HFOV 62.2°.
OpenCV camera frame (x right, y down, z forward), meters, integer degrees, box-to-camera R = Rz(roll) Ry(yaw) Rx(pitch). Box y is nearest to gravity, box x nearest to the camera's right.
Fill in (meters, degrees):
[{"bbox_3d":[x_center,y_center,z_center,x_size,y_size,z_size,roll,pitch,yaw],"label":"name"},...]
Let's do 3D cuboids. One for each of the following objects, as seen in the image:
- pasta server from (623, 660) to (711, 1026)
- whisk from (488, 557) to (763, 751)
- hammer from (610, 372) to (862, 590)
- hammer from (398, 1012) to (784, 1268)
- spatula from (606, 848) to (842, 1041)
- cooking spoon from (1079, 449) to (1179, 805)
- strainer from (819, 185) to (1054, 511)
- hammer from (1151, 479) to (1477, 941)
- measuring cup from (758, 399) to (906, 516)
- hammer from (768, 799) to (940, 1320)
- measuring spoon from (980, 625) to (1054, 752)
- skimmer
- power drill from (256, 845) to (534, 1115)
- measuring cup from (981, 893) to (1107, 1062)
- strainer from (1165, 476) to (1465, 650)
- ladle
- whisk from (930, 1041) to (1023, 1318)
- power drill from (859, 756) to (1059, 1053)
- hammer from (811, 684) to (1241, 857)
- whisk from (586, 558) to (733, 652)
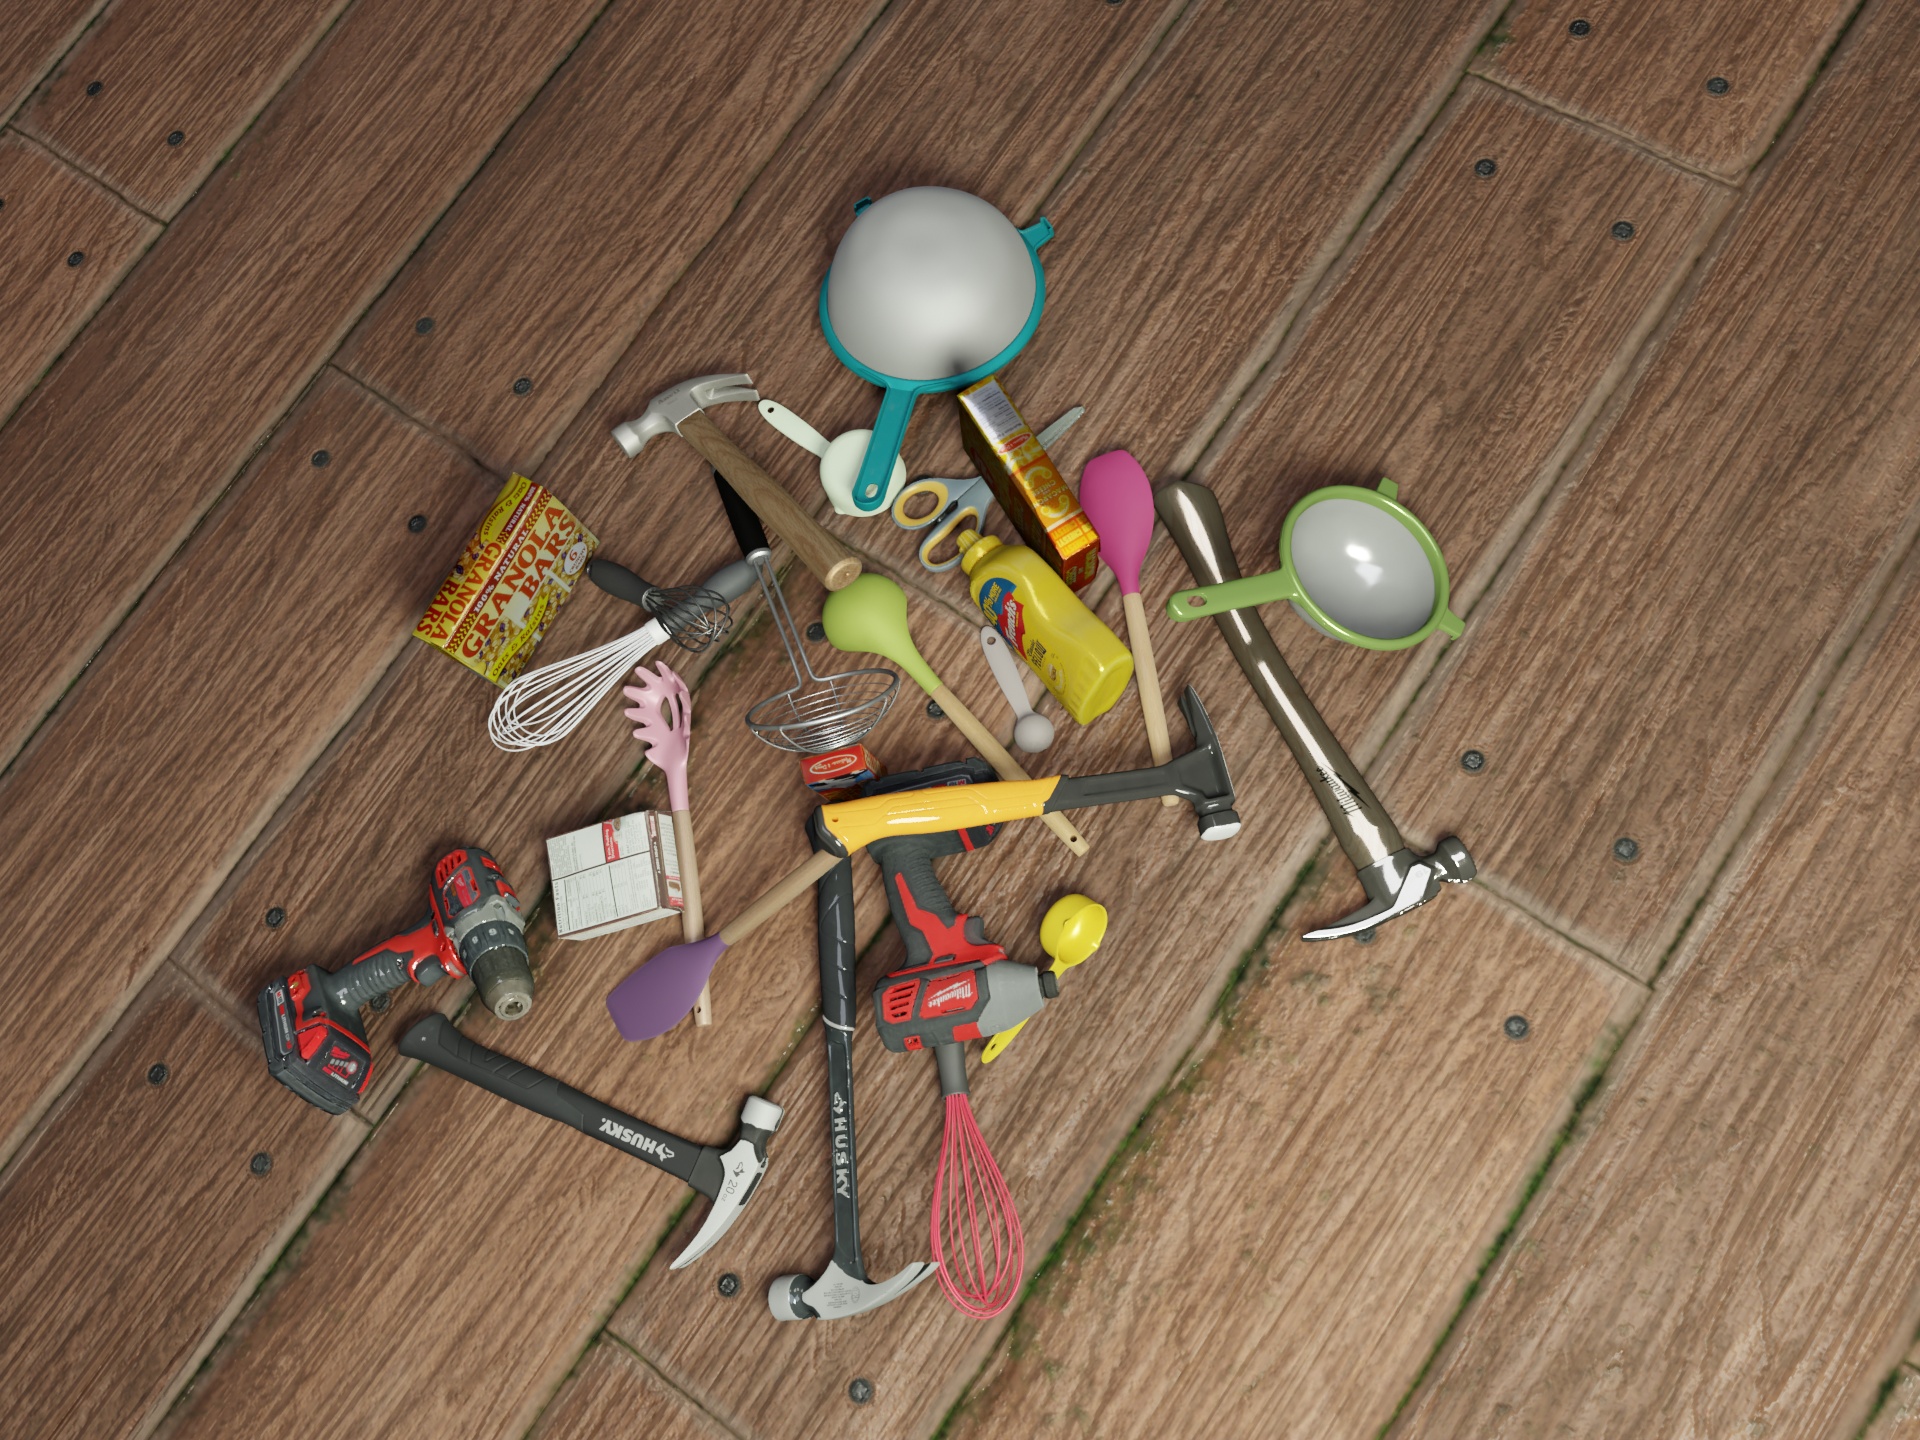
[{"bbox_3d":[-0.242,0.104,1.365,0.060,0.040,0.316,-16,73,22],"label":"pasta server"},{"bbox_3d":[-0.295,-0.062,1.416,0.284,0.070,0.070,-34,71,-5],"label":"whisk"},{"bbox_3d":[-0.182,-0.211,1.393,0.130,0.031,0.332,-38,51,-9],"label":"hammer"},{"bbox_3d":[-0.321,0.327,1.316,0.335,0.035,0.146,20,78,15],"label":"hammer"},{"bbox_3d":[-0.173,0.166,1.300,0.316,0.018,0.060,-39,70,17],"label":"spatula"},{"bbox_3d":[0.150,-0.083,1.354,0.069,0.017,0.319,-17,73,27],"label":"cooking spoon"},{"bbox_3d":[-0.047,-0.350,1.409,0.211,0.095,0.341,10,67,11],"label":"strainer"},{"bbox_3d":[0.256,-0.020,1.315,0.146,0.038,0.411,-27,71,3],"label":"hammer"},{"bbox_3d":[-0.124,-0.252,1.445,0.168,0.038,0.083,37,83,16],"label":"measuring cup"},{"bbox_3d":[-0.094,0.261,1.276,0.149,0.036,0.409,-18,65,33],"label":"hammer"},{"bbox_3d":[0.044,-0.030,1.363,0.034,0.018,0.124,-25,71,2],"label":"measuring spoon"},{"bbox_3d":[-0.156,-0.114,1.344,0.127,0.090,0.364,-18,56,-10],"label":"skimmer"},{"bbox_3d":[-0.457,0.225,1.317,0.226,0.080,0.188,-37,44,-3],"label":"power drill"},{"bbox_3d":[0.059,0.205,1.276,0.029,0.062,0.156,35,86,40],"label":"measuring cup"},{"bbox_3d":[0.271,-0.102,1.286,0.256,0.069,0.152,-13,70,-21],"label":"strainer"},{"bbox_3d":[-0.002,-0.004,1.359,0.078,0.062,0.320,-41,78,-6],"label":"ladle"},{"bbox_3d":[0.000,0.316,1.254,0.073,0.073,0.296,-12,66,6],"label":"whisk"},{"bbox_3d":[-0.005,0.147,1.265,0.143,0.078,0.220,-12,60,7],"label":"power drill"},{"bbox_3d":[0.049,0.054,1.252,0.337,0.034,0.127,-8,66,-14],"label":"hammer"},{"bbox_3d":[-0.267,-0.108,1.377,0.239,0.055,0.055,25,78,48],"label":"whisk"}]
